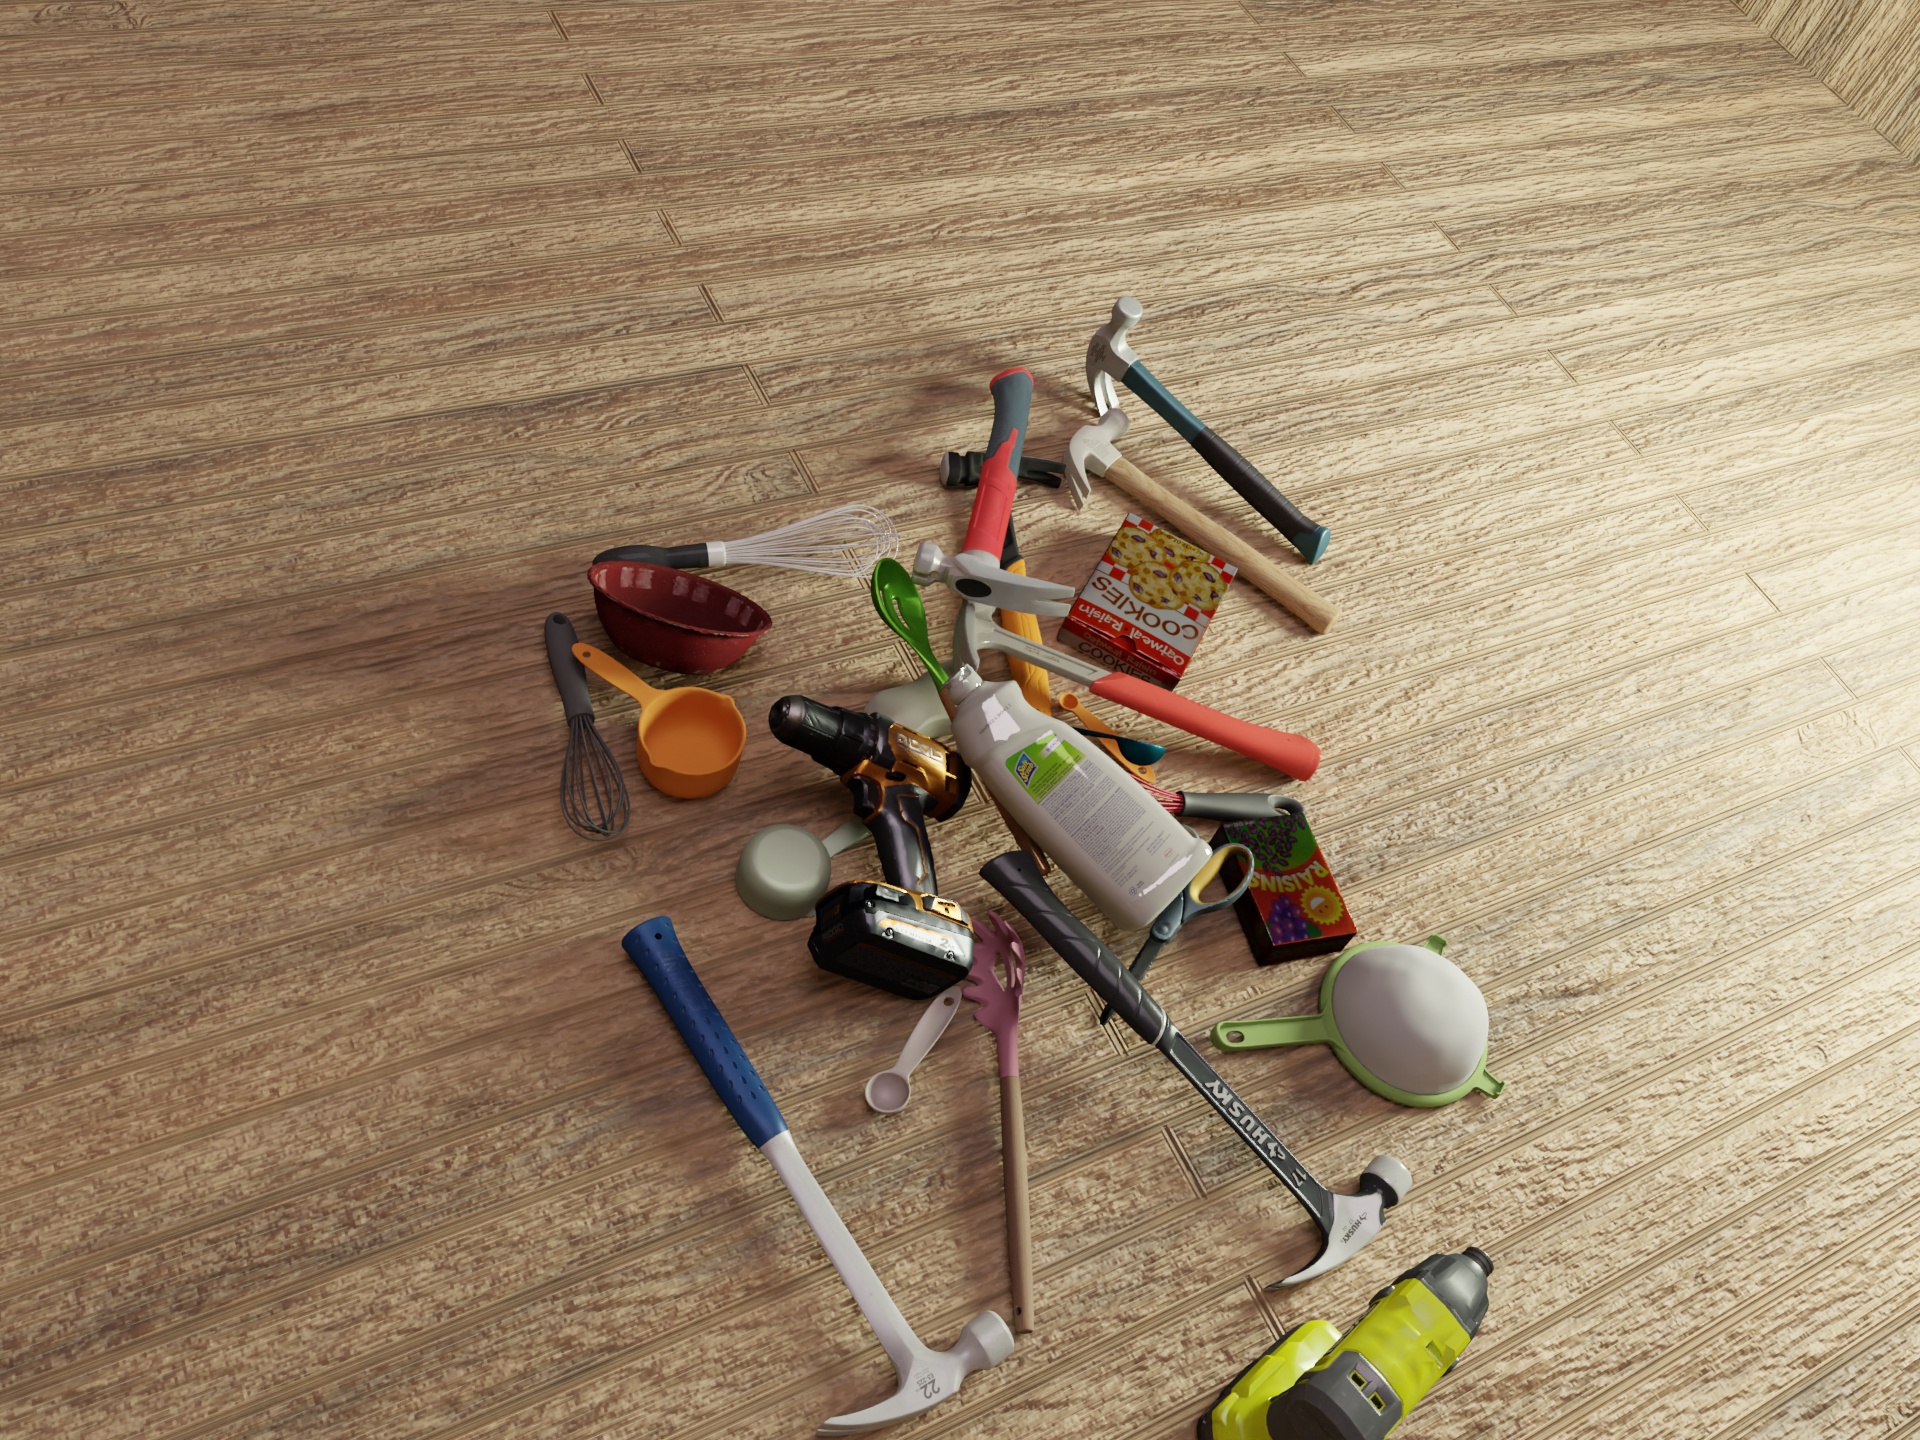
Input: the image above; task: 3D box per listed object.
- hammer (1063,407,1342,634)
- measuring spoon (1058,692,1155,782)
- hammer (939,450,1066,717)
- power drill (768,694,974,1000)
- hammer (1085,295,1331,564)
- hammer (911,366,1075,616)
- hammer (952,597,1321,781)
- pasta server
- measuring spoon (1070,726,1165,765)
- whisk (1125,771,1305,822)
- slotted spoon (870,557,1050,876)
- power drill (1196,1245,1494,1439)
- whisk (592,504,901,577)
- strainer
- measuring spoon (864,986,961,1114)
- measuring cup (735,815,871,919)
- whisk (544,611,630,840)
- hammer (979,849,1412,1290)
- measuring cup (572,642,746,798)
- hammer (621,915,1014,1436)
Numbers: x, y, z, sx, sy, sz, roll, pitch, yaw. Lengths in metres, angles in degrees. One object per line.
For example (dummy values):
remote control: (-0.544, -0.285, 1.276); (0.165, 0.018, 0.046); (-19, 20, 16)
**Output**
hammer: (0.244, -0.194, 1.623); (0.331, 0.031, 0.130); (38, 53, 12)
measuring spoon: (0.133, 0.017, 1.452); (0.117, 0.011, 0.021); (44, 56, 12)
hammer: (0.058, -0.125, 1.518); (0.127, 0.034, 0.337); (3, 54, -13)
power drill: (-0.073, 0.089, 1.261); (0.185, 0.084, 0.226); (25, 45, -32)
hammer: (0.258, -0.288, 1.656); (0.331, 0.128, 0.033); (45, 56, 6)
hammer: (0.052, -0.232, 1.530); (0.143, 0.038, 0.387); (14, 40, -1)
hammer: (0.161, -0.017, 1.422); (0.359, 0.036, 0.149); (22, 34, -13)
pasta server: (0.034, 0.295, 1.200); (0.040, 0.060, 0.317); (32, 44, -41)
measuring spoon: (0.125, 0.022, 1.402); (0.042, 0.129, 0.021); (15, 88, -44)
whisk: (0.174, 0.072, 1.395); (0.295, 0.073, 0.073); (5, 53, -21)
slotted spoon: (-0.002, -0.004, 1.349); (0.070, 0.031, 0.314); (5, 52, -57)
power drill: (0.255, 0.431, 1.046); (0.171, 0.223, 0.080); (-30, 68, -32)
whisk: (-0.192, -0.156, 1.457); (0.284, 0.070, 0.070); (-7, 57, -16)
strainer: (0.331, 0.240, 1.306); (0.256, 0.069, 0.152); (-1, 55, -19)
measuring spoon: (-0.032, 0.254, 1.222); (0.034, 0.018, 0.124); (23, 51, 19)
measuring cup: (-0.109, 0.098, 1.302); (0.167, 0.038, 0.083); (-33, 69, -32)
whisk: (-0.317, 0.000, 1.314); (0.055, 0.055, 0.239); (-7, 53, -21)
hammer: (0.163, 0.258, 1.239); (0.409, 0.036, 0.149); (46, 57, 10)
measuring cup: (-0.258, -0.002, 1.326); (0.174, 0.052, 0.095); (35, 53, 13)
hammer: (-0.133, 0.312, 1.140); (0.144, 0.035, 0.406); (-24, 64, -30)
